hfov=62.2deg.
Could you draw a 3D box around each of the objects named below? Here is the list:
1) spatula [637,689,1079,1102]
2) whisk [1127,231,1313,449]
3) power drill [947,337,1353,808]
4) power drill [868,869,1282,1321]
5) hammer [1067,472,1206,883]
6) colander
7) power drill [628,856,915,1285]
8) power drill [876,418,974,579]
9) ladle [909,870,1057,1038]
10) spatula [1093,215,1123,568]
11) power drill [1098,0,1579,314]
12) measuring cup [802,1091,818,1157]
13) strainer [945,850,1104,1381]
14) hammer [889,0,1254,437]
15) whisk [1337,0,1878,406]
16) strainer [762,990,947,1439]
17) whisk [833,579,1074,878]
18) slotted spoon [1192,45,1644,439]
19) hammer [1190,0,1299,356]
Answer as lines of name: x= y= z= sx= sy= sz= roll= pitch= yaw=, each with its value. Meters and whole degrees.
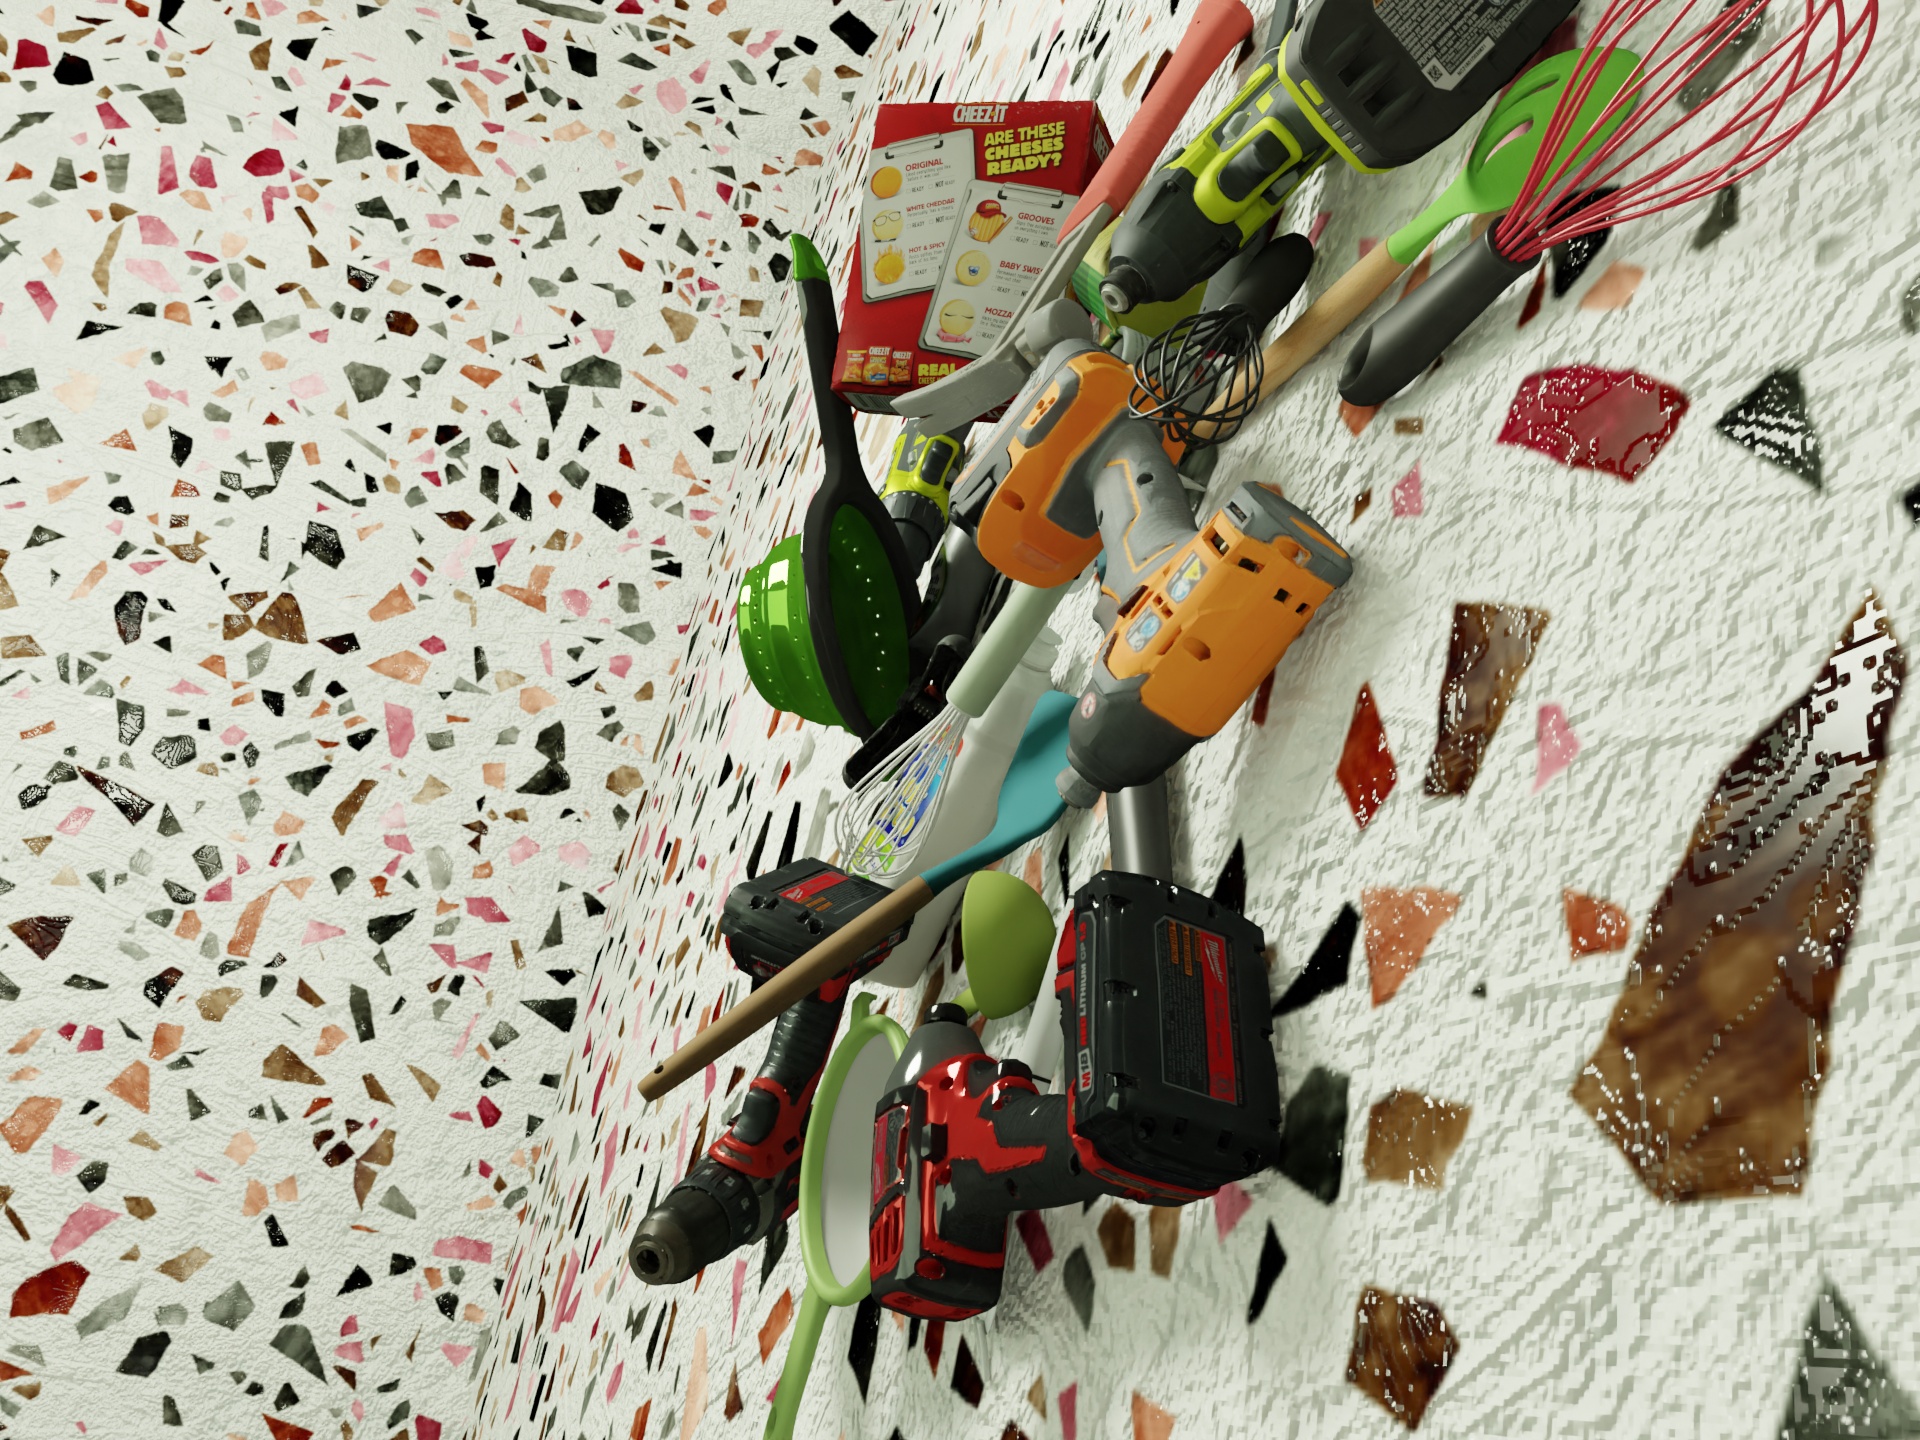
spatula: x=-0.044 y=0.096 z=0.857 sx=0.317 sy=0.044 sz=0.082 roll=-36 pitch=29 yaw=-15
whisk: x=0.130 y=-0.184 z=0.730 sx=0.055 sy=0.055 sz=0.239 roll=-57 pitch=-2 yaw=40
power drill: x=0.072 y=-0.071 z=0.755 sx=0.164 sy=0.084 sz=0.227 roll=-52 pitch=35 yaw=19
power drill: x=0.033 y=0.157 z=0.673 sx=0.219 sy=0.078 sz=0.143 roll=-44 pitch=33 yaw=44
hammer: x=0.086 y=-0.012 z=0.813 sx=0.128 sy=0.033 sz=0.331 roll=-52 pitch=26 yaw=42
colander: x=-0.113 y=-0.147 z=1.155 sx=0.204 sy=0.094 sz=0.397 roll=-11 pitch=-88 yaw=-72
power drill: x=-0.115 y=0.208 z=0.931 sx=0.188 sy=0.080 sz=0.226 roll=-16 pitch=-57 yaw=-68
power drill: x=-0.008 y=-0.228 z=1.262 sx=0.191 sy=0.080 sz=0.228 roll=-78 pitch=14 yaw=-47
ladle: x=-0.024 y=0.178 z=0.931 sx=0.320 sy=0.062 sz=0.078 roll=126 pitch=154 yaw=-52
spatula: x=0.097 y=-0.225 z=1.042 sx=0.059 sy=0.018 sz=0.316 roll=-44 pitch=32 yaw=48
power drill: x=0.156 y=-0.271 z=0.721 sx=0.171 sy=0.080 sz=0.223 roll=-48 pitch=10 yaw=-17
measuring cup: x=-0.090 y=0.252 z=1.098 sx=0.083 sy=0.038 sz=0.168 roll=140 pitch=147 yaw=-61
strainer: x=0.030 y=0.186 z=0.780 sx=0.087 sy=0.050 sz=0.258 roll=115 pitch=173 yaw=-78
hammer: x=0.086 y=-0.315 z=0.949 sx=0.149 sy=0.036 sz=0.359 roll=-15 pitch=39 yaw=53
whisk: x=0.210 y=-0.182 z=0.570 sx=0.296 sy=0.073 sz=0.073 roll=136 pitch=149 yaw=-70
strainer: x=-0.045 y=0.288 z=0.861 sx=0.152 sy=0.069 sz=0.256 roll=-143 pitch=68 yaw=-67
whisk: x=-0.001 y=-0.003 z=0.918 sx=0.246 sy=0.058 sz=0.059 roll=-56 pitch=-13 yaw=21
slotted spoon: x=0.183 y=-0.198 z=0.719 sx=0.313 sy=0.031 sz=0.070 roll=-39 pitch=28 yaw=64
hammer: x=0.186 y=-0.388 z=0.908 sx=0.149 sy=0.036 sz=0.409 roll=152 pitch=134 yaw=-65
